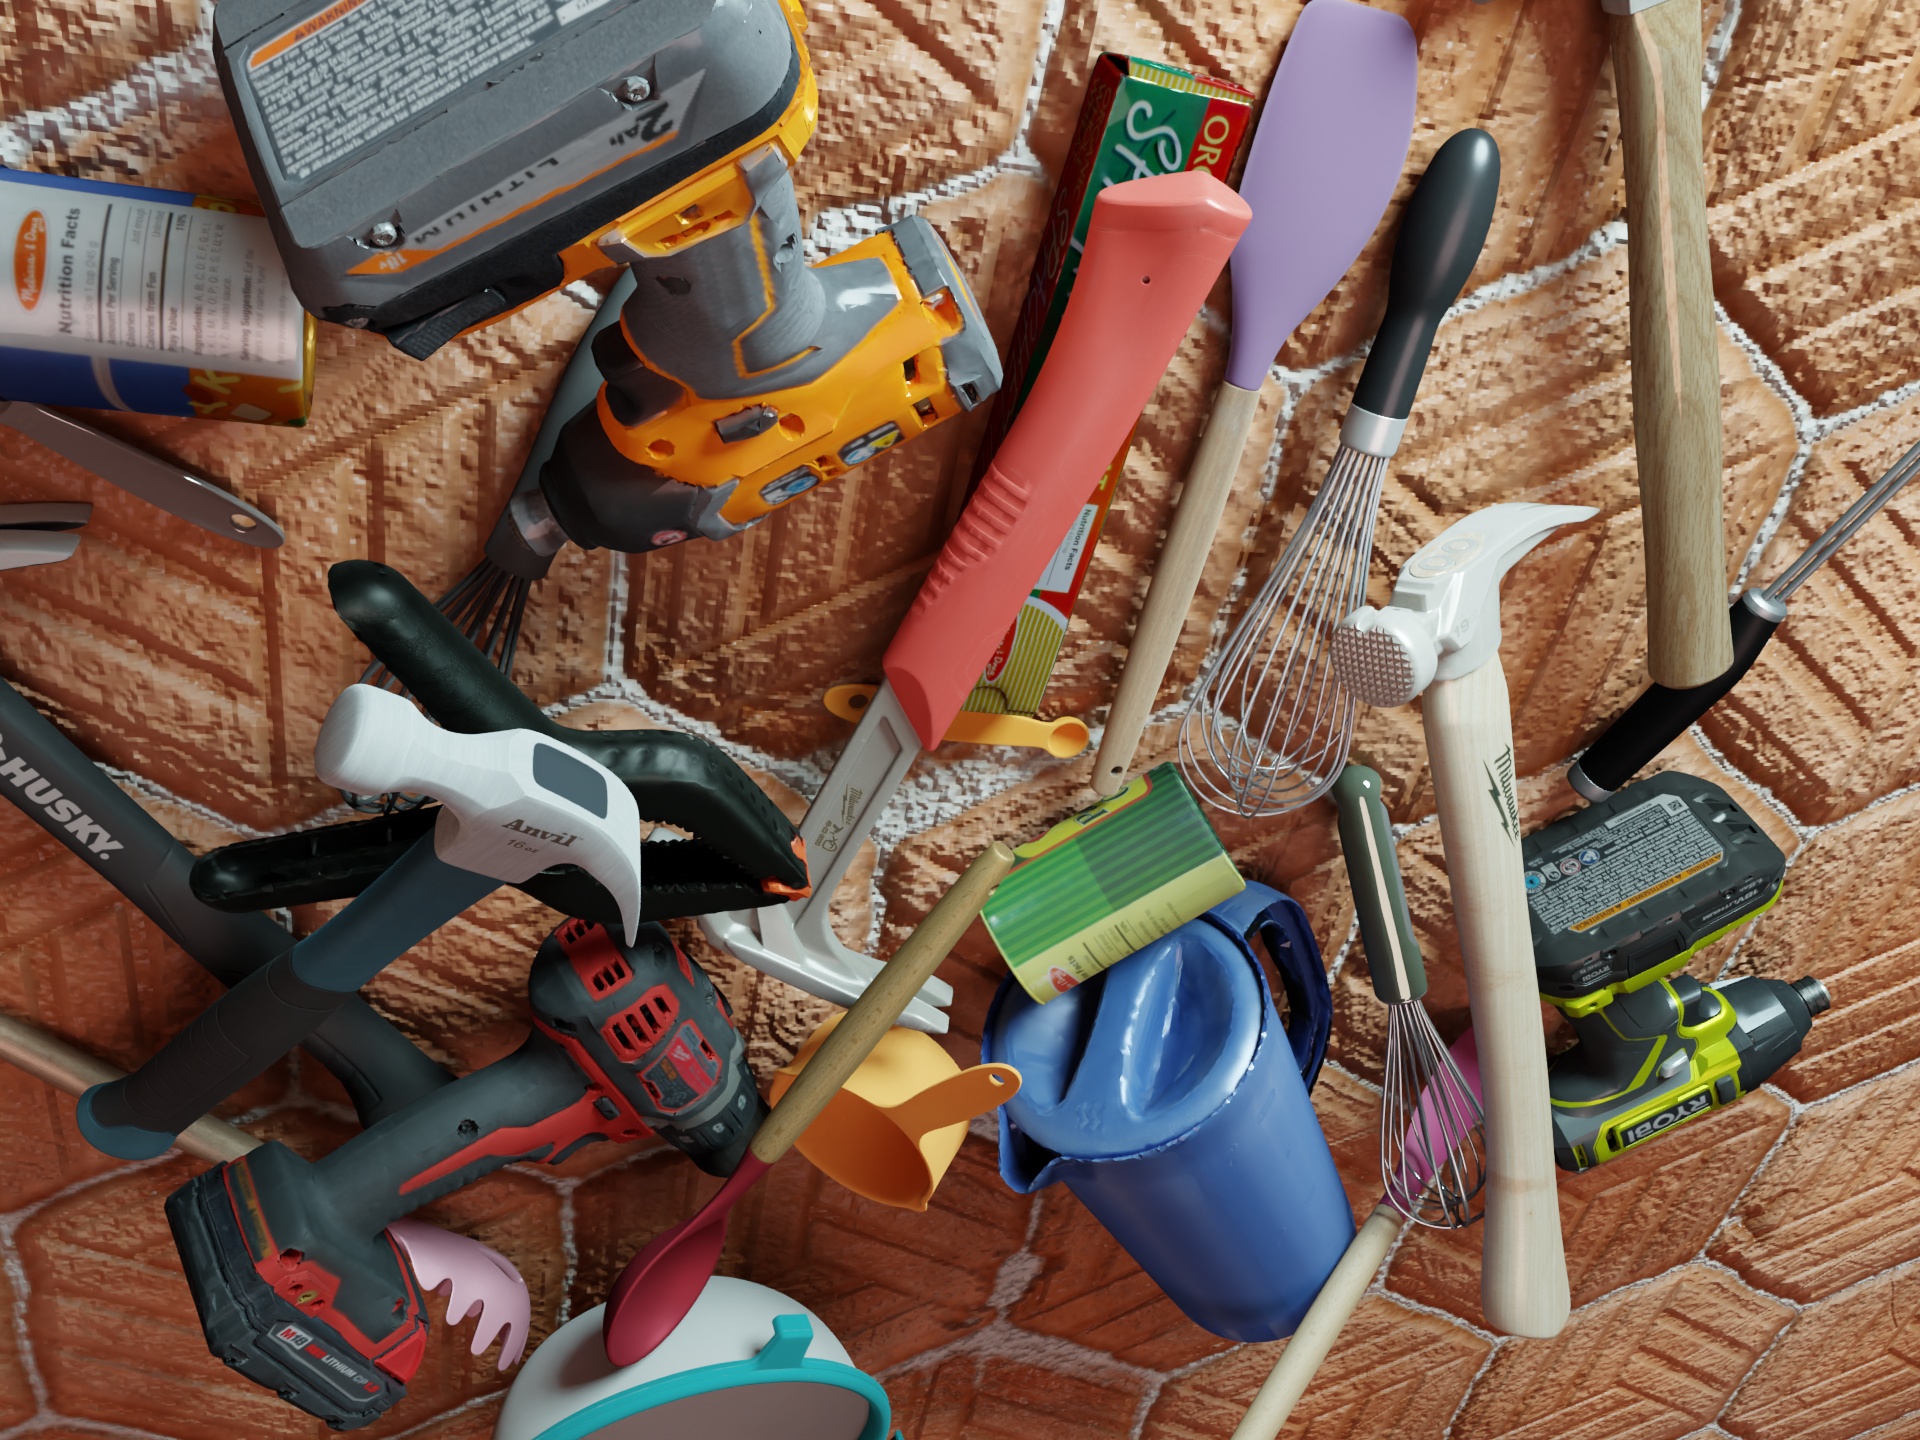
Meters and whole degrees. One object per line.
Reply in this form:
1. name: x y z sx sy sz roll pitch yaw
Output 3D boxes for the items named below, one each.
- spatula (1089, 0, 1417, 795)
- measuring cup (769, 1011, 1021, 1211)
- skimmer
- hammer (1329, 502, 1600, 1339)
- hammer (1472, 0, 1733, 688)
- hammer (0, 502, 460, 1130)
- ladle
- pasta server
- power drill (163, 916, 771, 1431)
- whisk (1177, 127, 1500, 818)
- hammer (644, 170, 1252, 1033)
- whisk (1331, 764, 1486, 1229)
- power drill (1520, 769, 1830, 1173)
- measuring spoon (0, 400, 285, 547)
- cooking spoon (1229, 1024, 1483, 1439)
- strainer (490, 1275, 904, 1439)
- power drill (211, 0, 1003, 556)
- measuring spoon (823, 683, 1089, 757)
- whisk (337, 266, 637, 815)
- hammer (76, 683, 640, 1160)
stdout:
1. spatula: 0.101 -0.104 0.604 0.059 0.018 0.315 5 120 -20
2. measuring cup: -0.015 0.159 0.702 0.095 0.052 0.173 45 139 -8
3. skimmer: 0.370 -0.112 0.674 0.127 0.090 0.363 10 132 -26
4. hammer: 0.243 0.108 0.700 0.146 0.038 0.410 -34 121 -33
5. hammer: 0.268 -0.153 0.595 0.130 0.031 0.331 -22 122 -2
6. hammer: -0.296 0.061 0.607 0.146 0.035 0.334 -27 128 5
7. ladle: -0.070 0.165 0.668 0.315 0.031 0.069 -53 160 23
8. pasta server: -0.310 0.208 0.709 0.316 0.060 0.040 43 76 -32
9. power drill: -0.189 0.194 0.682 0.226 0.080 0.187 -35 139 -13
10. whisk: 0.148 -0.083 0.617 0.070 0.070 0.284 4 118 -18
11. hammer: 0.006 -0.030 0.586 0.149 0.037 0.359 26 121 -10
12. whisk: 0.212 0.135 0.754 0.059 0.058 0.246 -13 105 10
13. power drill: 0.363 0.134 0.825 0.171 0.080 0.223 -28 131 5
14. measuring spoon: -0.276 -0.091 0.517 0.034 0.018 0.124 -28 138 32
15. cooking spoon: 0.202 0.265 0.791 0.319 0.017 0.068 -44 131 -31
16. strainer: -0.207 0.372 0.814 0.340 0.095 0.210 -22 137 -2
17. power drill: -0.088 -0.112 0.426 0.164 0.084 0.226 -27 164 7
18. measuring spoon: -0.001 -0.002 0.662 0.117 0.011 0.021 9 122 -18
19. whisk: -0.158 -0.058 0.555 0.055 0.055 0.239 23 112 -29
20. hammer: -0.231 0.091 0.562 0.128 0.033 0.331 24 136 -39
